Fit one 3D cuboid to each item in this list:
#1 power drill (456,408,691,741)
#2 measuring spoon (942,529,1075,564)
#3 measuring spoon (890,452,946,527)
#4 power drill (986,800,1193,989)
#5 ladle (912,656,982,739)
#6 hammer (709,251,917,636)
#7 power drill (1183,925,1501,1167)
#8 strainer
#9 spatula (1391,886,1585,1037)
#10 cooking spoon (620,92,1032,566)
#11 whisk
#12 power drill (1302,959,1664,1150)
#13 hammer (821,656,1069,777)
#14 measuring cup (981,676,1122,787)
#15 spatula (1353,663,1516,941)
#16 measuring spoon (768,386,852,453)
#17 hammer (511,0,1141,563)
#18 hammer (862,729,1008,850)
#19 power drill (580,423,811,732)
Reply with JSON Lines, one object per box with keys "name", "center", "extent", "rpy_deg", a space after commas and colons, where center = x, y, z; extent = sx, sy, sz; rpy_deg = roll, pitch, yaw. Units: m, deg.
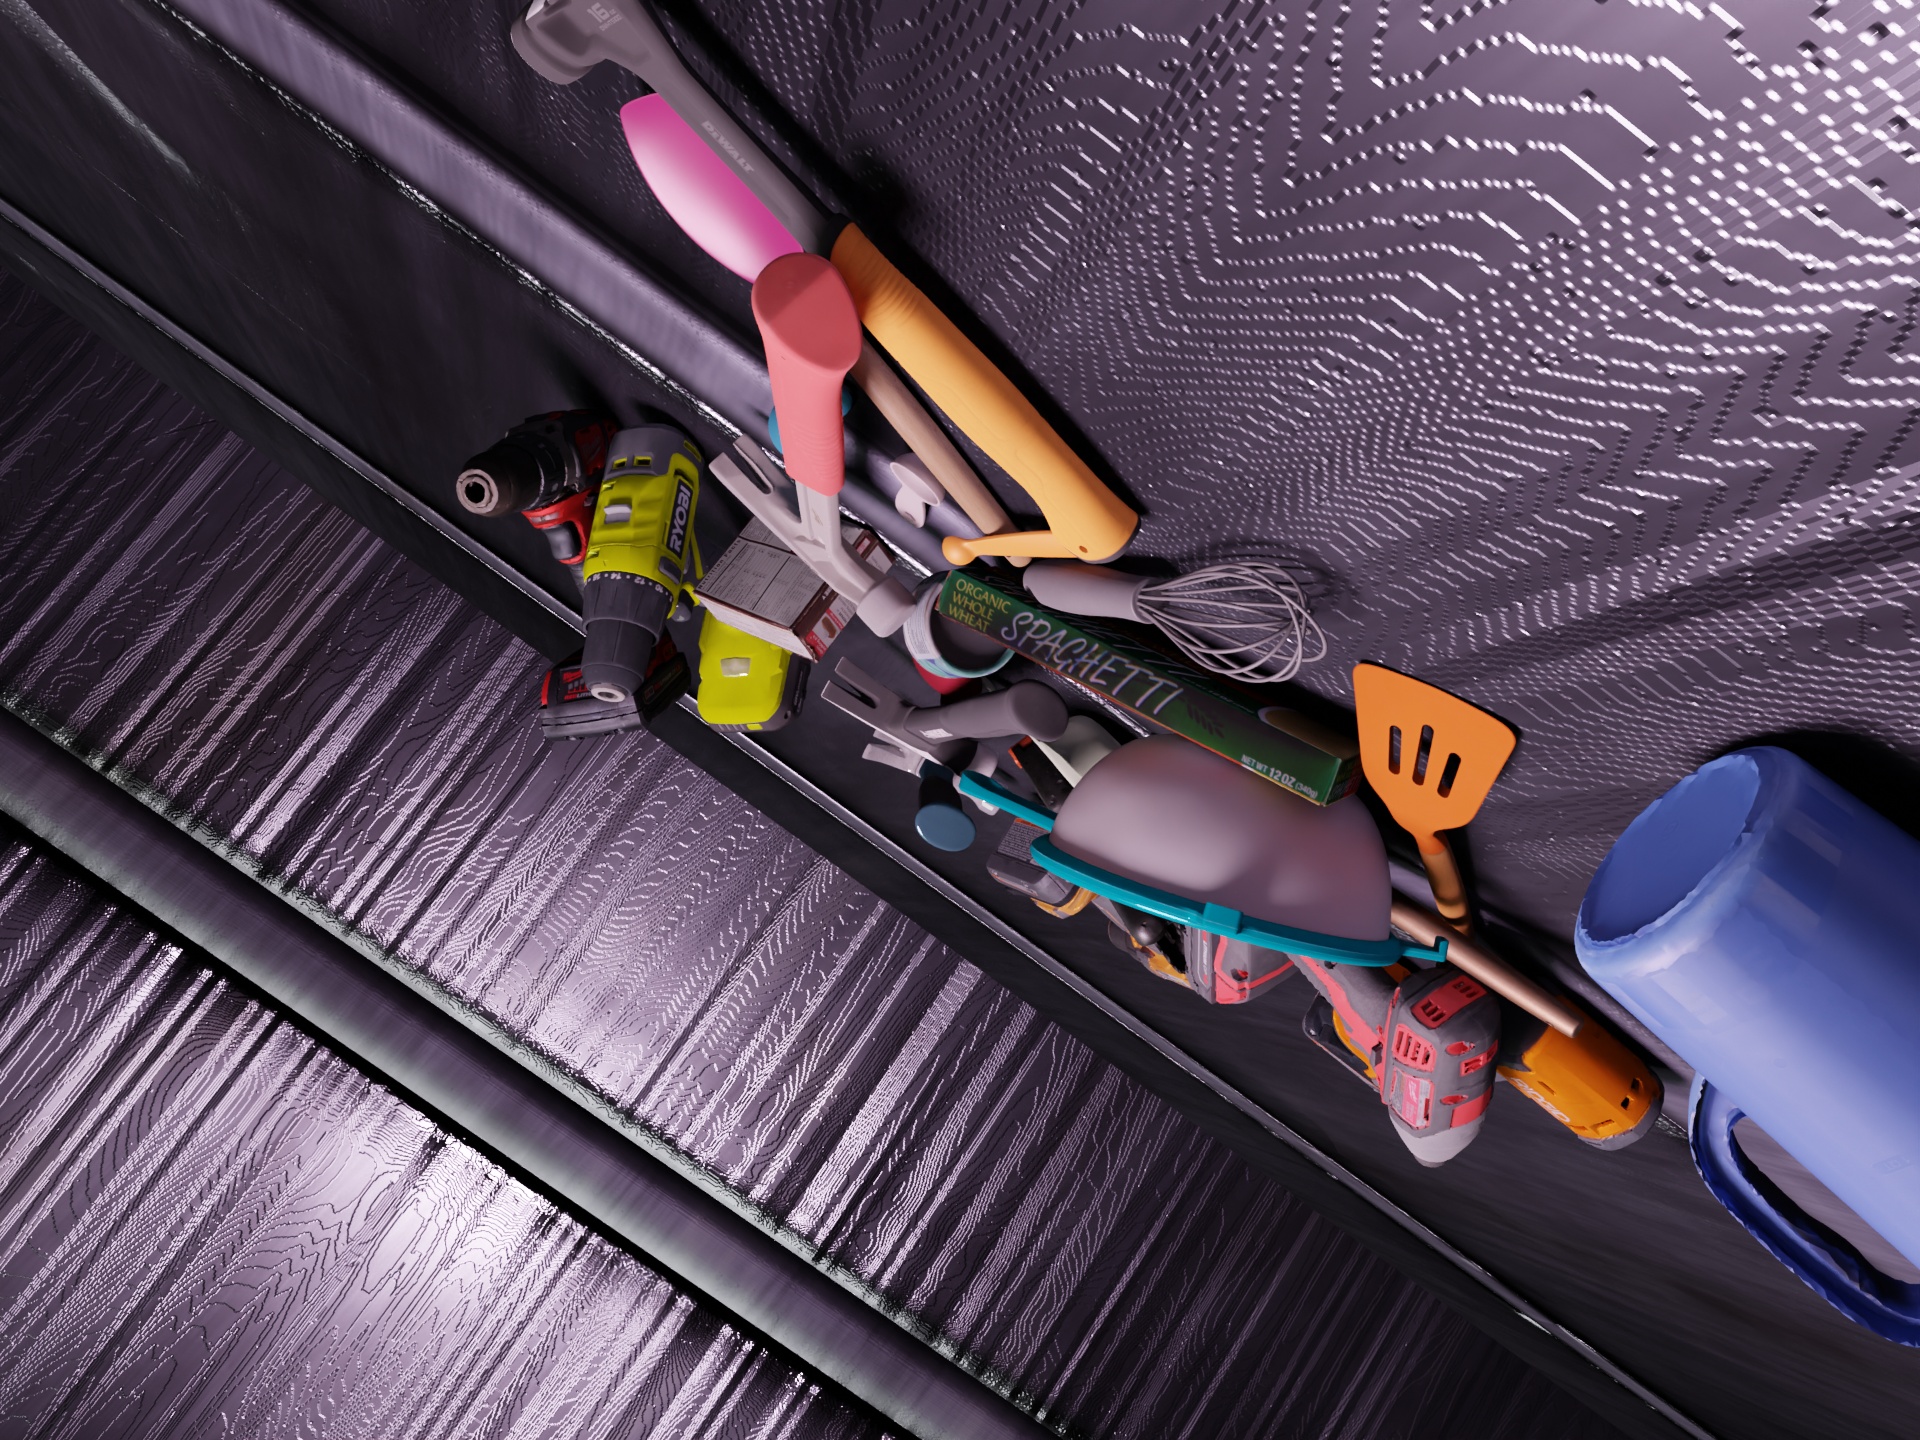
{"name": "power drill", "center": [-0.276, -0.102, 1.127], "extent": [0.188, 0.080, 0.226], "rpy_deg": [-60, -40, -68]}
{"name": "measuring spoon", "center": [0.034, -0.088, 0.829], "extent": [0.117, 0.011, 0.021], "rpy_deg": [4, 151, 43]}
{"name": "measuring spoon", "center": [-0.023, -0.128, 0.892], "extent": [0.034, 0.018, 0.124], "rpy_deg": [39, 174, -1]}
{"name": "power drill", "center": [0.132, 0.160, 1.406], "extent": [0.226, 0.084, 0.185], "rpy_deg": [36, 170, -23]}
{"name": "ladle", "center": [-0.007, -0.010, 1.253], "extent": [0.069, 0.031, 0.315], "rpy_deg": [45, 172, 12]}
{"name": "hammer", "center": [-0.078, -0.138, 0.774], "extent": [0.149, 0.037, 0.359], "rpy_deg": [45, 171, 5]}
{"name": "power drill", "center": [0.238, 0.176, 0.994], "extent": [0.220, 0.078, 0.143], "rpy_deg": [39, 147, 44]}
{"name": "strainer", "center": [0.114, 0.045, 0.934], "extent": [0.210, 0.095, 0.341], "rpy_deg": [12, -174, -38]}
{"name": "spatula", "center": [0.234, 0.094, 0.958], "extent": [0.316, 0.018, 0.059], "rpy_deg": [36, 174, 37]}
{"name": "cooking spoon", "center": [-0.048, -0.174, 0.764], "extent": [0.069, 0.017, 0.318], "rpy_deg": [3, 149, 39]}
{"name": "whisk", "center": [0.094, -0.057, 0.776], "extent": [0.055, 0.055, 0.239], "rpy_deg": [42, 170, -27]}
{"name": "power drill", "center": [0.327, 0.203, 1.053], "extent": [0.164, 0.084, 0.226], "rpy_deg": [39, 163, -12]}
{"name": "hammer", "center": [-0.002, -0.003, 1.079], "extent": [0.146, 0.035, 0.335], "rpy_deg": [30, 171, -11]}
{"name": "measuring cup", "center": [0.067, 0.003, 1.109], "extent": [0.168, 0.038, 0.083], "rpy_deg": [47, 176, 35]}
{"name": "spatula", "center": [0.259, 0.065, 0.846], "extent": [0.081, 0.041, 0.322], "rpy_deg": [28, 170, 30]}
{"name": "measuring spoon", "center": [-0.084, -0.164, 0.884], "extent": [0.042, 0.021, 0.128], "rpy_deg": [38, 169, -13]}
{"name": "hammer", "center": [-0.029, -0.178, 0.657], "extent": [0.336, 0.034, 0.127], "rpy_deg": [41, 162, -31]}
{"name": "hammer", "center": [-0.015, 0.056, 1.233], "extent": [0.128, 0.033, 0.331], "rpy_deg": [28, -176, -4]}
{"name": "power drill", "center": [-0.191, -0.075, 1.135], "extent": [0.080, 0.191, 0.228], "rpy_deg": [-2, 158, 21]}
